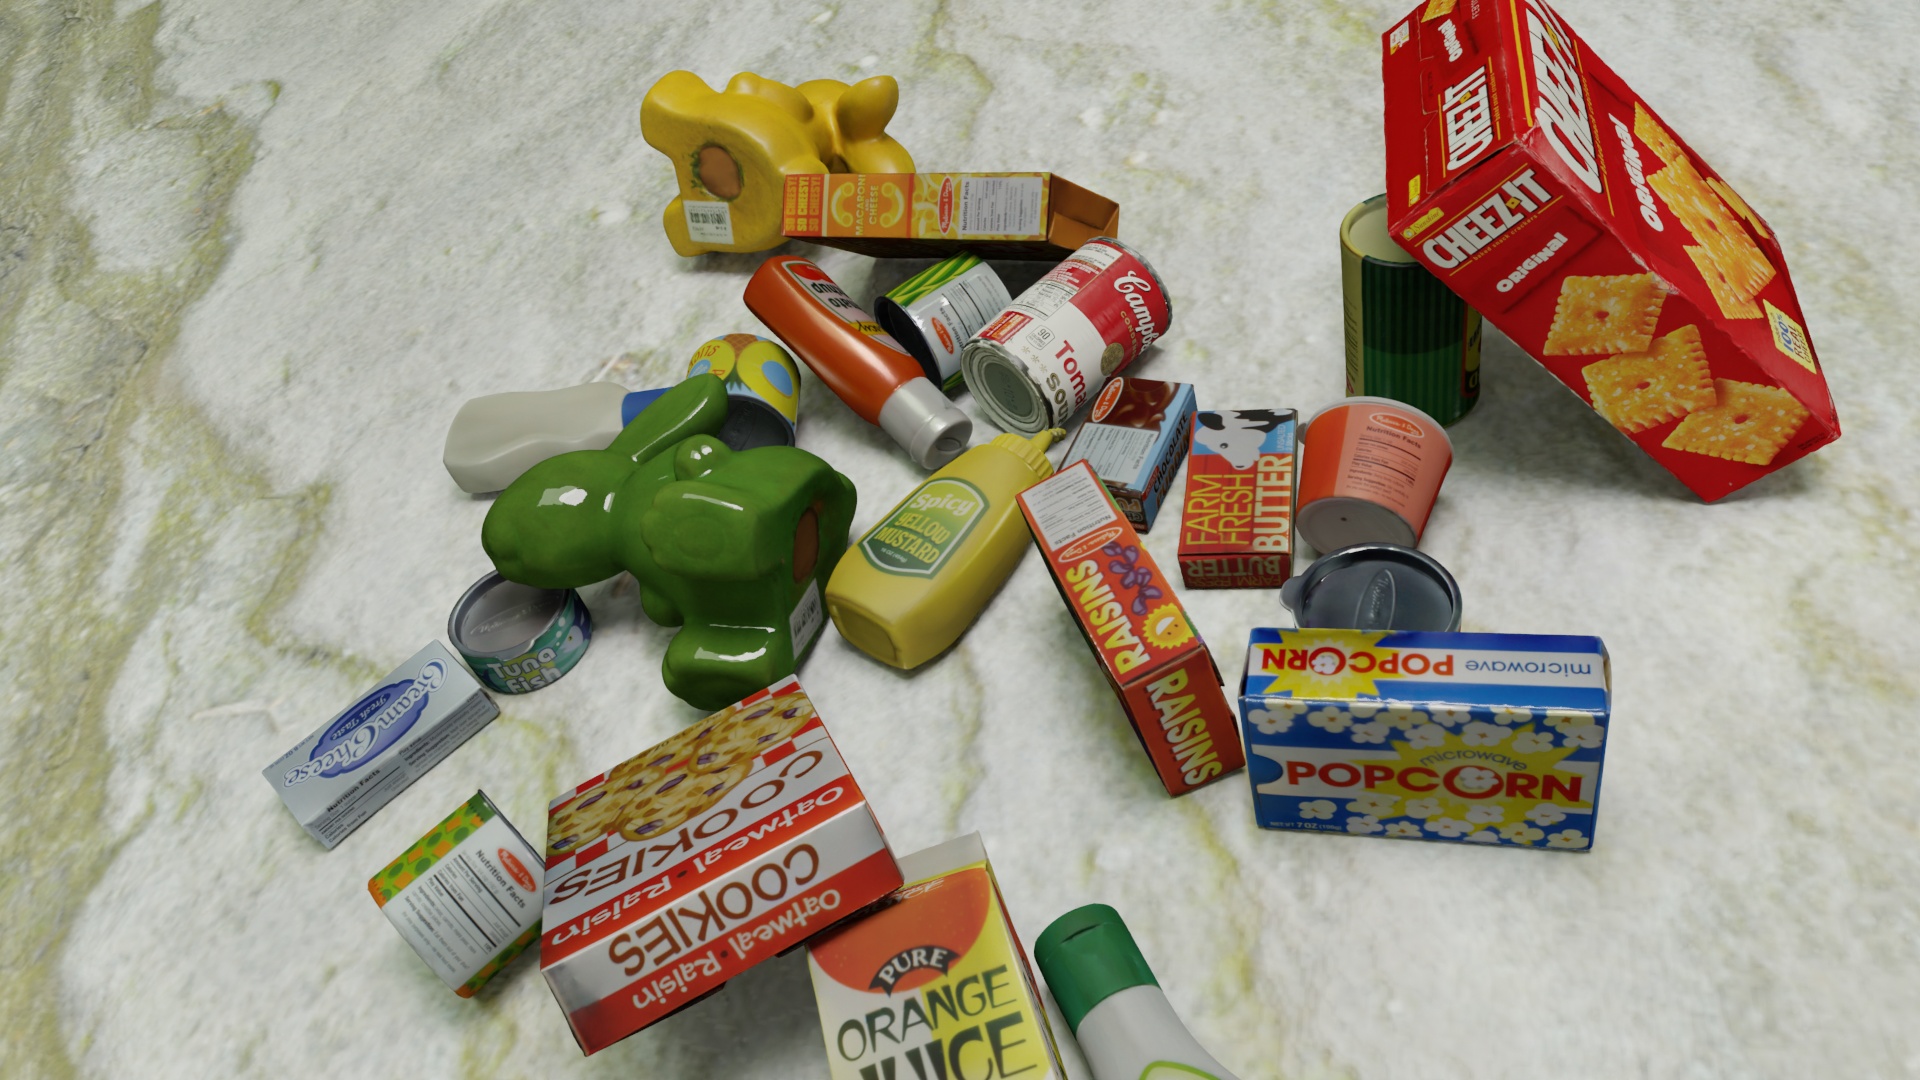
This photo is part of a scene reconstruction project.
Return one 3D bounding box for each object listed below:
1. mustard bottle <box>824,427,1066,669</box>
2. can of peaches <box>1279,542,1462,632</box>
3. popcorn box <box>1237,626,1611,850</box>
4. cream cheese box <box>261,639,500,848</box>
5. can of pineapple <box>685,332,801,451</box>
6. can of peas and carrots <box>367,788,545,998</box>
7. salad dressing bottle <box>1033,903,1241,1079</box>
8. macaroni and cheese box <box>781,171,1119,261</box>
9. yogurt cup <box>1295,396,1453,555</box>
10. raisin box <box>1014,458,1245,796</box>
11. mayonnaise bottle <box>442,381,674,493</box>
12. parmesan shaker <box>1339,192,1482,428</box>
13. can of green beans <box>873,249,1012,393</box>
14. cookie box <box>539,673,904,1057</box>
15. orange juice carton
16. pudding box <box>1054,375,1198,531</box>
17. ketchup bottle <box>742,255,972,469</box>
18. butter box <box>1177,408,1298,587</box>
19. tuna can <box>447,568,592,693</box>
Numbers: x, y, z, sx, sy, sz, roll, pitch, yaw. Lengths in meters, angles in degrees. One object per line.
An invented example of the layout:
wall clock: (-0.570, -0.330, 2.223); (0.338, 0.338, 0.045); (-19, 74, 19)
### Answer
mustard bottle: (0.002, -0.009, 0.688); (0.065, 0.048, 0.161); (23, 57, 32)
can of peaches: (0.171, 0.044, 0.578); (0.071, 0.057, 0.071); (-9, 45, 10)
popcorn box: (0.174, 0.075, 0.526); (0.127, 0.084, 0.038); (0, 46, 19)
cream cheese box: (-0.287, 0.100, 0.692); (0.104, 0.024, 0.053); (-41, 50, -22)
can of pineapple: (-0.125, -0.075, 0.780); (0.071, 0.070, 0.058); (-10, 44, 8)
can of peas and carrots: (-0.206, 0.150, 0.590); (0.059, 0.070, 0.071); (-41, 48, -21)
salad dressing bottle: (0.071, 0.193, 0.473); (0.064, 0.043, 0.148); (-24, 44, -8)
macaroni and cheese box: (-0.003, -0.192, 0.828); (0.166, 0.040, 0.124); (7, 7, 23)
yogurt cup: (0.186, -0.025, 0.637); (0.072, 0.072, 0.054); (9, 58, 25)
raisin box: (0.073, 0.036, 0.596); (0.040, 0.085, 0.124); (-26, 44, 1)
mayonnaise bottle: (-0.228, -0.065, 0.824); (0.148, 0.041, 0.065); (-6, 47, 11)
parmesan shaker: (0.221, -0.110, 0.679); (0.071, 0.102, 0.072); (-9, 45, 9)
can of green beans: (-0.007, -0.124, 0.793); (0.058, 0.071, 0.071); (-34, 46, -16)
cookie box: (-0.100, 0.119, 0.552); (0.123, 0.040, 0.167); (-27, 16, -10)
orange juice carton: (-0.001, 0.188, 0.480); (0.072, 0.072, 0.193); (-20, 44, -1)
pudding box: (0.086, -0.046, 0.712); (0.049, 0.030, 0.084); (9, 50, 26)
ketchup bottle: (-0.055, -0.099, 0.773); (0.149, 0.065, 0.043); (45, 108, 22)
butter box: (0.137, -0.023, 0.677); (0.053, 0.024, 0.104); (-1, 47, 16)
tuna can: (-0.227, 0.046, 0.719); (0.071, 0.032, 0.071); (-9, 45, 9)
